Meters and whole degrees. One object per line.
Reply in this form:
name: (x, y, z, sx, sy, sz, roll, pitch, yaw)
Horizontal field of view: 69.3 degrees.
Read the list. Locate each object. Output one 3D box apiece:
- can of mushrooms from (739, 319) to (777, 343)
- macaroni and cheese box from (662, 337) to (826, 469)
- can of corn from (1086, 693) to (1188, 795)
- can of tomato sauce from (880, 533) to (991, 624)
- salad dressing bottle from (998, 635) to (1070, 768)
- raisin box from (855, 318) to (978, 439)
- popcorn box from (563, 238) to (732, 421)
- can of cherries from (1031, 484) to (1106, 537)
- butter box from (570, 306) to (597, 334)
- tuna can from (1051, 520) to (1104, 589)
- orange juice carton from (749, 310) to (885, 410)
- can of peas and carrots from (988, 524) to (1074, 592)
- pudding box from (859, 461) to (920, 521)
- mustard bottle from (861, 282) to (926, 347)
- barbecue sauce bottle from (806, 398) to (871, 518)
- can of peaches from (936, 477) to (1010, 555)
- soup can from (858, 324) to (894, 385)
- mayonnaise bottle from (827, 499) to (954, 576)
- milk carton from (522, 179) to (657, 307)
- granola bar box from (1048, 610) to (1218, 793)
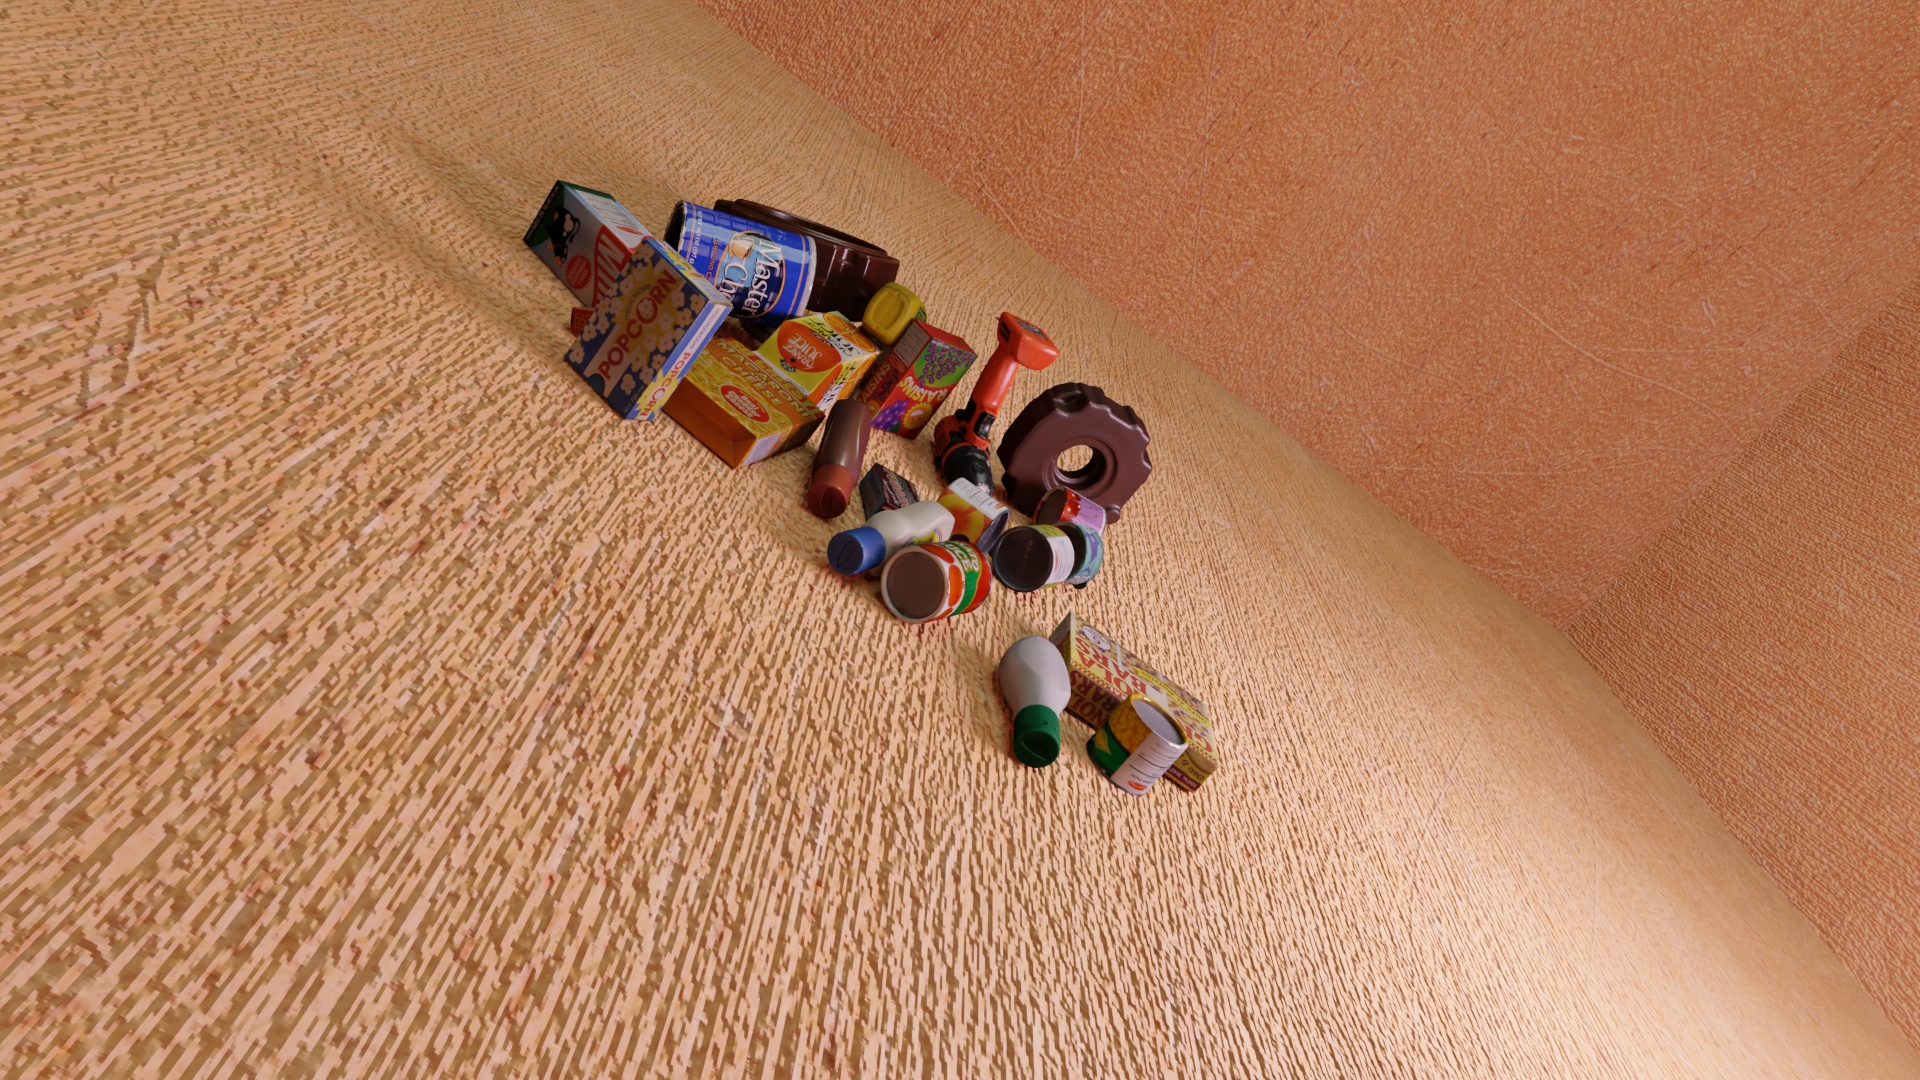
can of mushrooms: (-0.209, -0.241, 1.527, 0.071, 0.033, 0.071, 34, 19, -13)
macaroni and cheese box: (-0.205, -0.129, 1.265, 0.124, 0.040, 0.167, 40, 19, 5)
can of corn: (0.149, 0.170, 1.178, 0.071, 0.058, 0.071, 34, 19, -13)
can of tomato sauce: (-0.020, 0.032, 1.178, 0.071, 0.071, 0.083, 44, 20, 17)
salad dressing bottle: (0.061, 0.131, 1.137, 0.064, 0.044, 0.148, 35, 20, -12)
raisin box: (-0.051, -0.175, 1.519, 0.086, 0.123, 0.040, 12, 32, -53)
popcorn box: (-0.257, -0.172, 1.142, 0.085, 0.126, 0.038, 44, 16, 16)
can of cherries: (0.121, -0.019, 1.557, 0.058, 0.071, 0.072, 28, 21, -25)
butter box: (-0.282, -0.187, 1.213, 0.103, 0.024, 0.053, 11, 13, 19)
tuna can: (0.116, 0.016, 1.469, 0.033, 0.071, 0.071, 12, 31, -51)
orange juice carton: (-0.153, -0.182, 1.430, 0.072, 0.072, 0.193, 39, 19, 4)
can of peas and carrots: (0.071, 0.017, 1.386, 0.071, 0.070, 0.059, 44, 19, 18)
pudding box: (-0.064, -0.035, 1.314, 0.049, 0.030, 0.084, 30, 21, -24)
mustard bottle: (-0.066, -0.246, 1.545, 0.049, 0.065, 0.160, 36, 7, 6)
barbecue sauce bottle: (-0.112, -0.072, 1.275, 0.044, 0.064, 0.149, 10, 31, -2)
can of peaches: (0.005, -0.017, 1.341, 0.058, 0.071, 0.071, 36, 18, 13)
soup can: (-0.089, -0.205, 1.614, 0.084, 0.071, 0.071, 22, 24, -36)
mayonnaise bottle: (-0.061, 0.002, 1.193, 0.041, 0.064, 0.148, 40, 23, 16)
milk carton: (-0.315, -0.249, 1.300, 0.191, 0.072, 0.073, 44, 20, 20)
granola bar box: (0.155, 0.146, 1.274, 0.165, 0.039, 0.125, 35, 18, -8)
